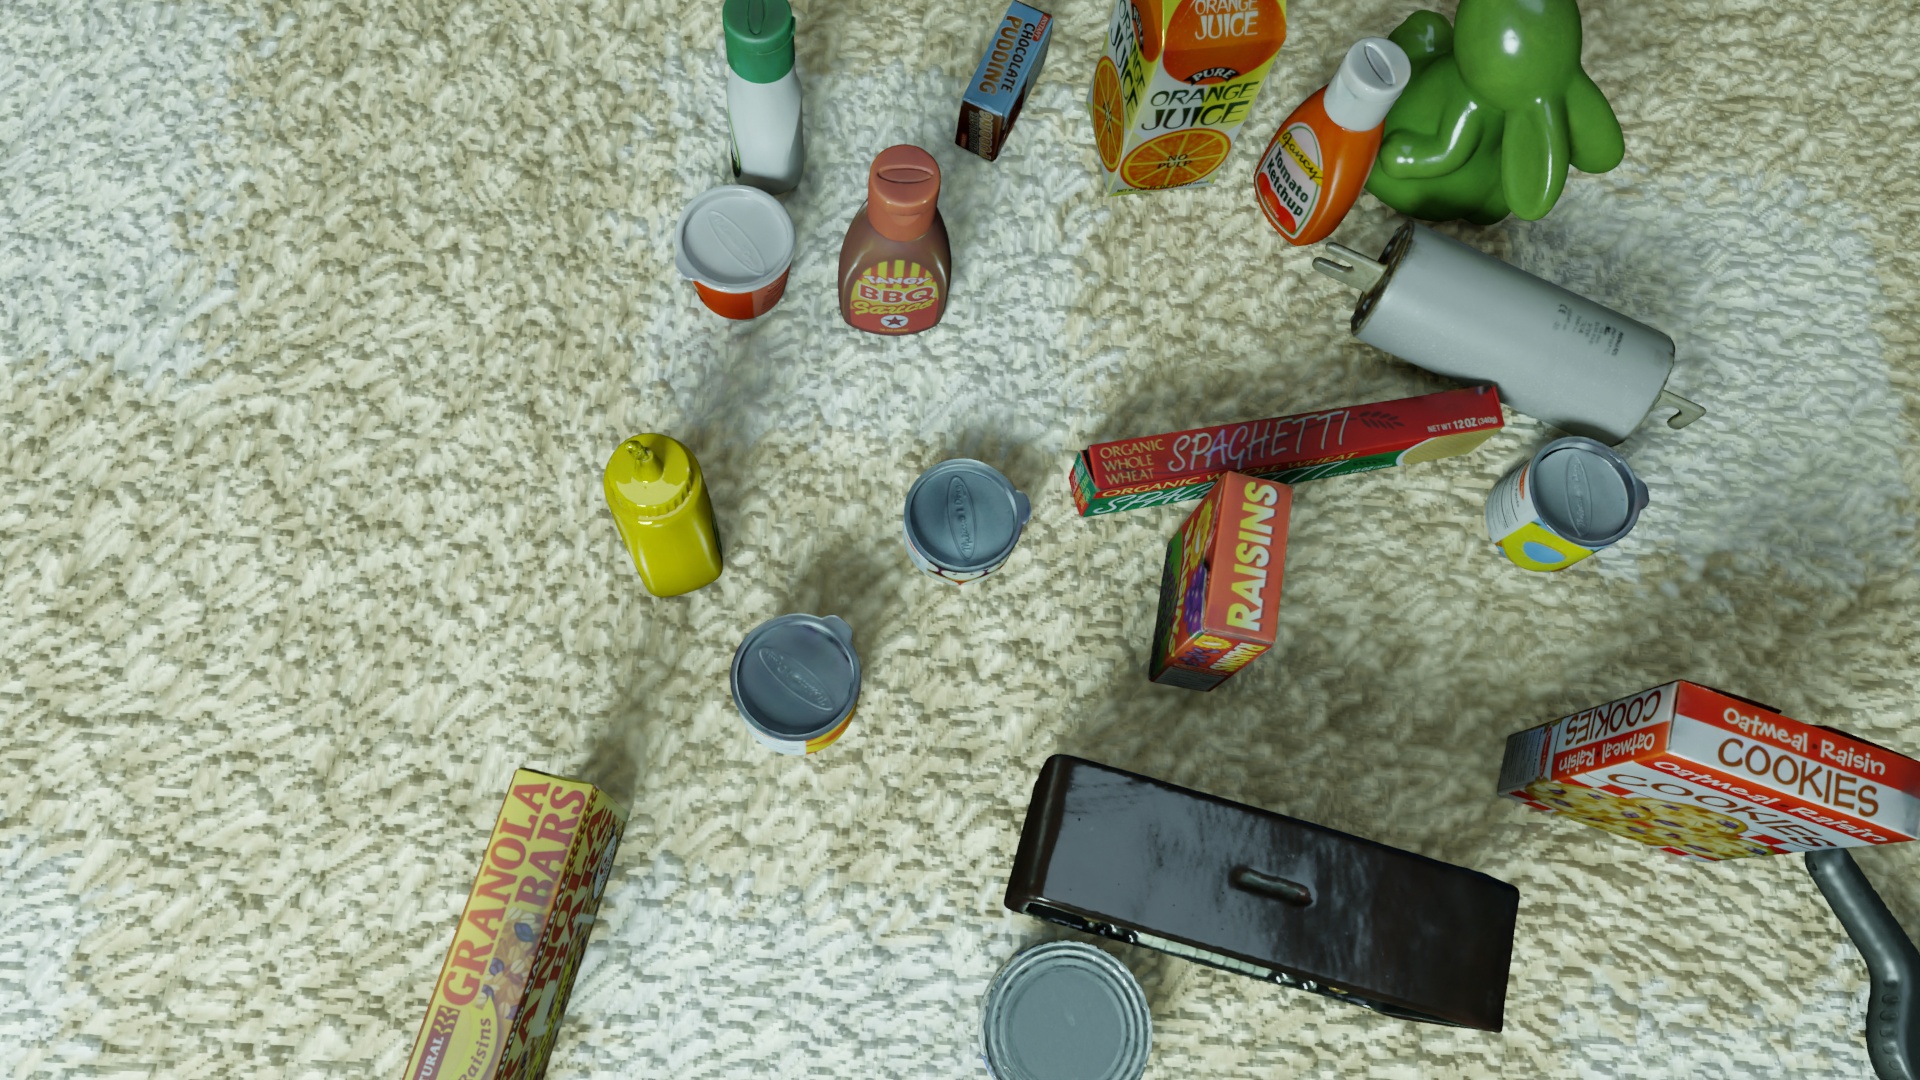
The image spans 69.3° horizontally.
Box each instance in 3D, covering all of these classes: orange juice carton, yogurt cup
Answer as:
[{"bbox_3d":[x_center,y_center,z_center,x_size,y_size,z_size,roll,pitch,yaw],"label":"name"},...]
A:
[{"bbox_3d":[0.129,-0.280,0.795,0.072,0.192,0.073,-8,74,-8],"label":"orange juice carton"},{"bbox_3d":[-0.129,-0.163,0.804,0.072,0.053,0.072,2,73,-5],"label":"yogurt cup"}]

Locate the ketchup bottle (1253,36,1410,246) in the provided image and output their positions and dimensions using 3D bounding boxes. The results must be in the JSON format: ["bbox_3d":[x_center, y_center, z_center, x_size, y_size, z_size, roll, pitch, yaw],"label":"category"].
[{"bbox_3d":[0.218,-0.234,0.813,0.043,0.148,0.065,-25,77,-12],"label":"ketchup bottle"}]

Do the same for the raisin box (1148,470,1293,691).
[{"bbox_3d":[0.135,0.025,0.736,0.040,0.123,0.086,13,72,-2],"label":"raisin box"}]

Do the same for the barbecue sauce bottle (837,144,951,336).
[{"bbox_3d":[-0.035,-0.162,0.764,0.065,0.148,0.044,0,73,-6],"label":"barbecue sauce bottle"}]

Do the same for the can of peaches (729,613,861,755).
[{"bbox_3d":[-0.084,0.075,0.731,0.071,0.058,0.071,2,73,-5],"label":"can of peaches"}]

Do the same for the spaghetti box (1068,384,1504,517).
[{"bbox_3d":[0.188,-0.052,0.804,0.250,0.050,0.029,-9,74,-9],"label":"spaghetti box"}]

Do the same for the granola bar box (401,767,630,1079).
[{"bbox_3d":[-0.206,0.196,0.646,0.039,0.124,0.166,15,72,-1],"label":"granola bar box"}]

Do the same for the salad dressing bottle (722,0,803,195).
[{"bbox_3d":[-0.111,-0.252,0.785,0.044,0.147,0.064,2,73,-5],"label":"salad dressing bottle"}]

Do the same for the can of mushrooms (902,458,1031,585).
[{"bbox_3d":[0.003,-0.010,0.780,0.071,0.033,0.071,2,73,-5],"label":"can of mushrooms"}]

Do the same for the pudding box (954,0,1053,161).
[{"bbox_3d":[0.027,-0.285,0.861,0.030,0.049,0.084,24,72,2],"label":"pudding box"}]

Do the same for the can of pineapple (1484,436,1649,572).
[{"bbox_3d":[0.350,-0.019,0.806,0.071,0.057,0.071,2,73,-5],"label":"can of pineapple"}]

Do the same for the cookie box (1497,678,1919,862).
[{"bbox_3d":[0.372,0.121,0.707,0.123,0.167,0.040,19,72,0],"label":"cookie box"}]

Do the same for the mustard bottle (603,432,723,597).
[{"bbox_3d":[-0.150,-0.018,0.700,0.049,0.159,0.065,-18,76,-11],"label":"mustard bottle"}]
